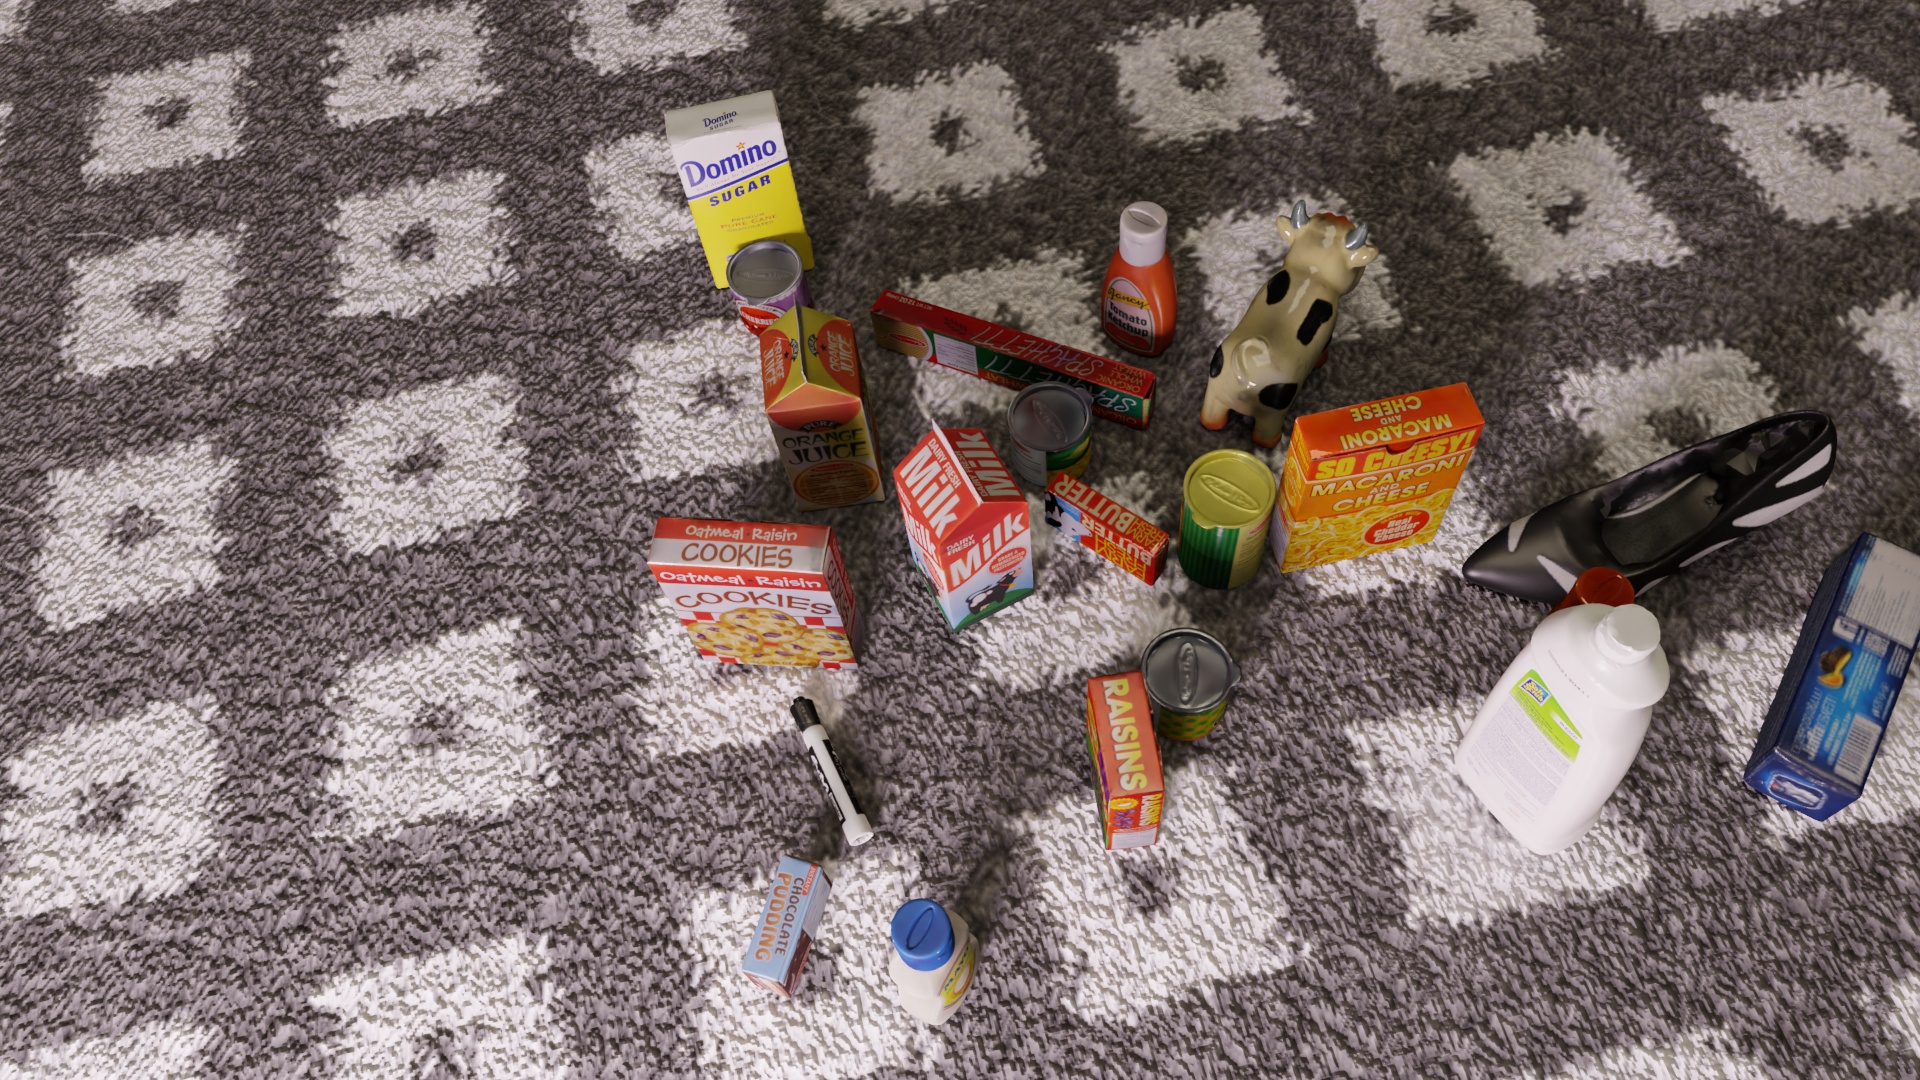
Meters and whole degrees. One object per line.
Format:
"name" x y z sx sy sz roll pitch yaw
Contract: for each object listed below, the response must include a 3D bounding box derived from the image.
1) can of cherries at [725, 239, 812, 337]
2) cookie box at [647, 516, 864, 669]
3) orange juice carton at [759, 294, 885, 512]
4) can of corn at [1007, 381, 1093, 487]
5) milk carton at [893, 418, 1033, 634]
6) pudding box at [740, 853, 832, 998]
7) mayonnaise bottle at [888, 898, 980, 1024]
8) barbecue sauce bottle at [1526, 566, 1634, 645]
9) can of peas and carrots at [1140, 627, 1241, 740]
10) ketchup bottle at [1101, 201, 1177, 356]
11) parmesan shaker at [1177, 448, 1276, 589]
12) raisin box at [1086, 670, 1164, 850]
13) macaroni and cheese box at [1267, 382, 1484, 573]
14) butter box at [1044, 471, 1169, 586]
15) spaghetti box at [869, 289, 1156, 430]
"can of cherries" -0.167 -0.216 1.210 0.071 0.058 0.072 -2 61 4
"cookie box" -0.142 0.040 1.004 0.123 0.166 0.040 3 62 6
"orange juice carton" -0.107 -0.102 1.065 0.073 0.191 0.072 -8 61 1
"can of corn" 0.075 -0.086 1.118 0.071 0.058 0.071 -2 61 4
"milk carton" 0.004 -0.013 1.008 0.073 0.189 0.072 -26 62 -9
"pudding box" -0.117 0.262 0.946 0.030 0.049 0.084 13 63 12
"mayonnaise bottle" -0.018 0.263 0.881 0.041 0.147 0.065 25 66 17
"barbecue sauce bottle" 0.419 0.068 0.952 0.065 0.148 0.044 -37 65 -15
"can of peas and carrots" 0.165 0.105 1.004 0.071 0.058 0.071 -2 61 4
"ketchup bottle" 0.147 -0.213 1.131 0.065 0.148 0.044 31 68 20
"parmesan shaker" 0.196 -0.012 1.041 0.071 0.102 0.071 -2 61 4
"raisin box" 0.111 0.152 0.946 0.040 0.123 0.086 -8 61 1
"macaroni and cheese box" 0.298 -0.041 1.012 0.124 0.165 0.040 -12 61 -2
"butter box" 0.113 -0.009 1.075 0.103 0.053 0.024 32 69 20
"spaghetti box" 0.044 -0.151 1.161 0.250 0.050 0.029 19 65 15
